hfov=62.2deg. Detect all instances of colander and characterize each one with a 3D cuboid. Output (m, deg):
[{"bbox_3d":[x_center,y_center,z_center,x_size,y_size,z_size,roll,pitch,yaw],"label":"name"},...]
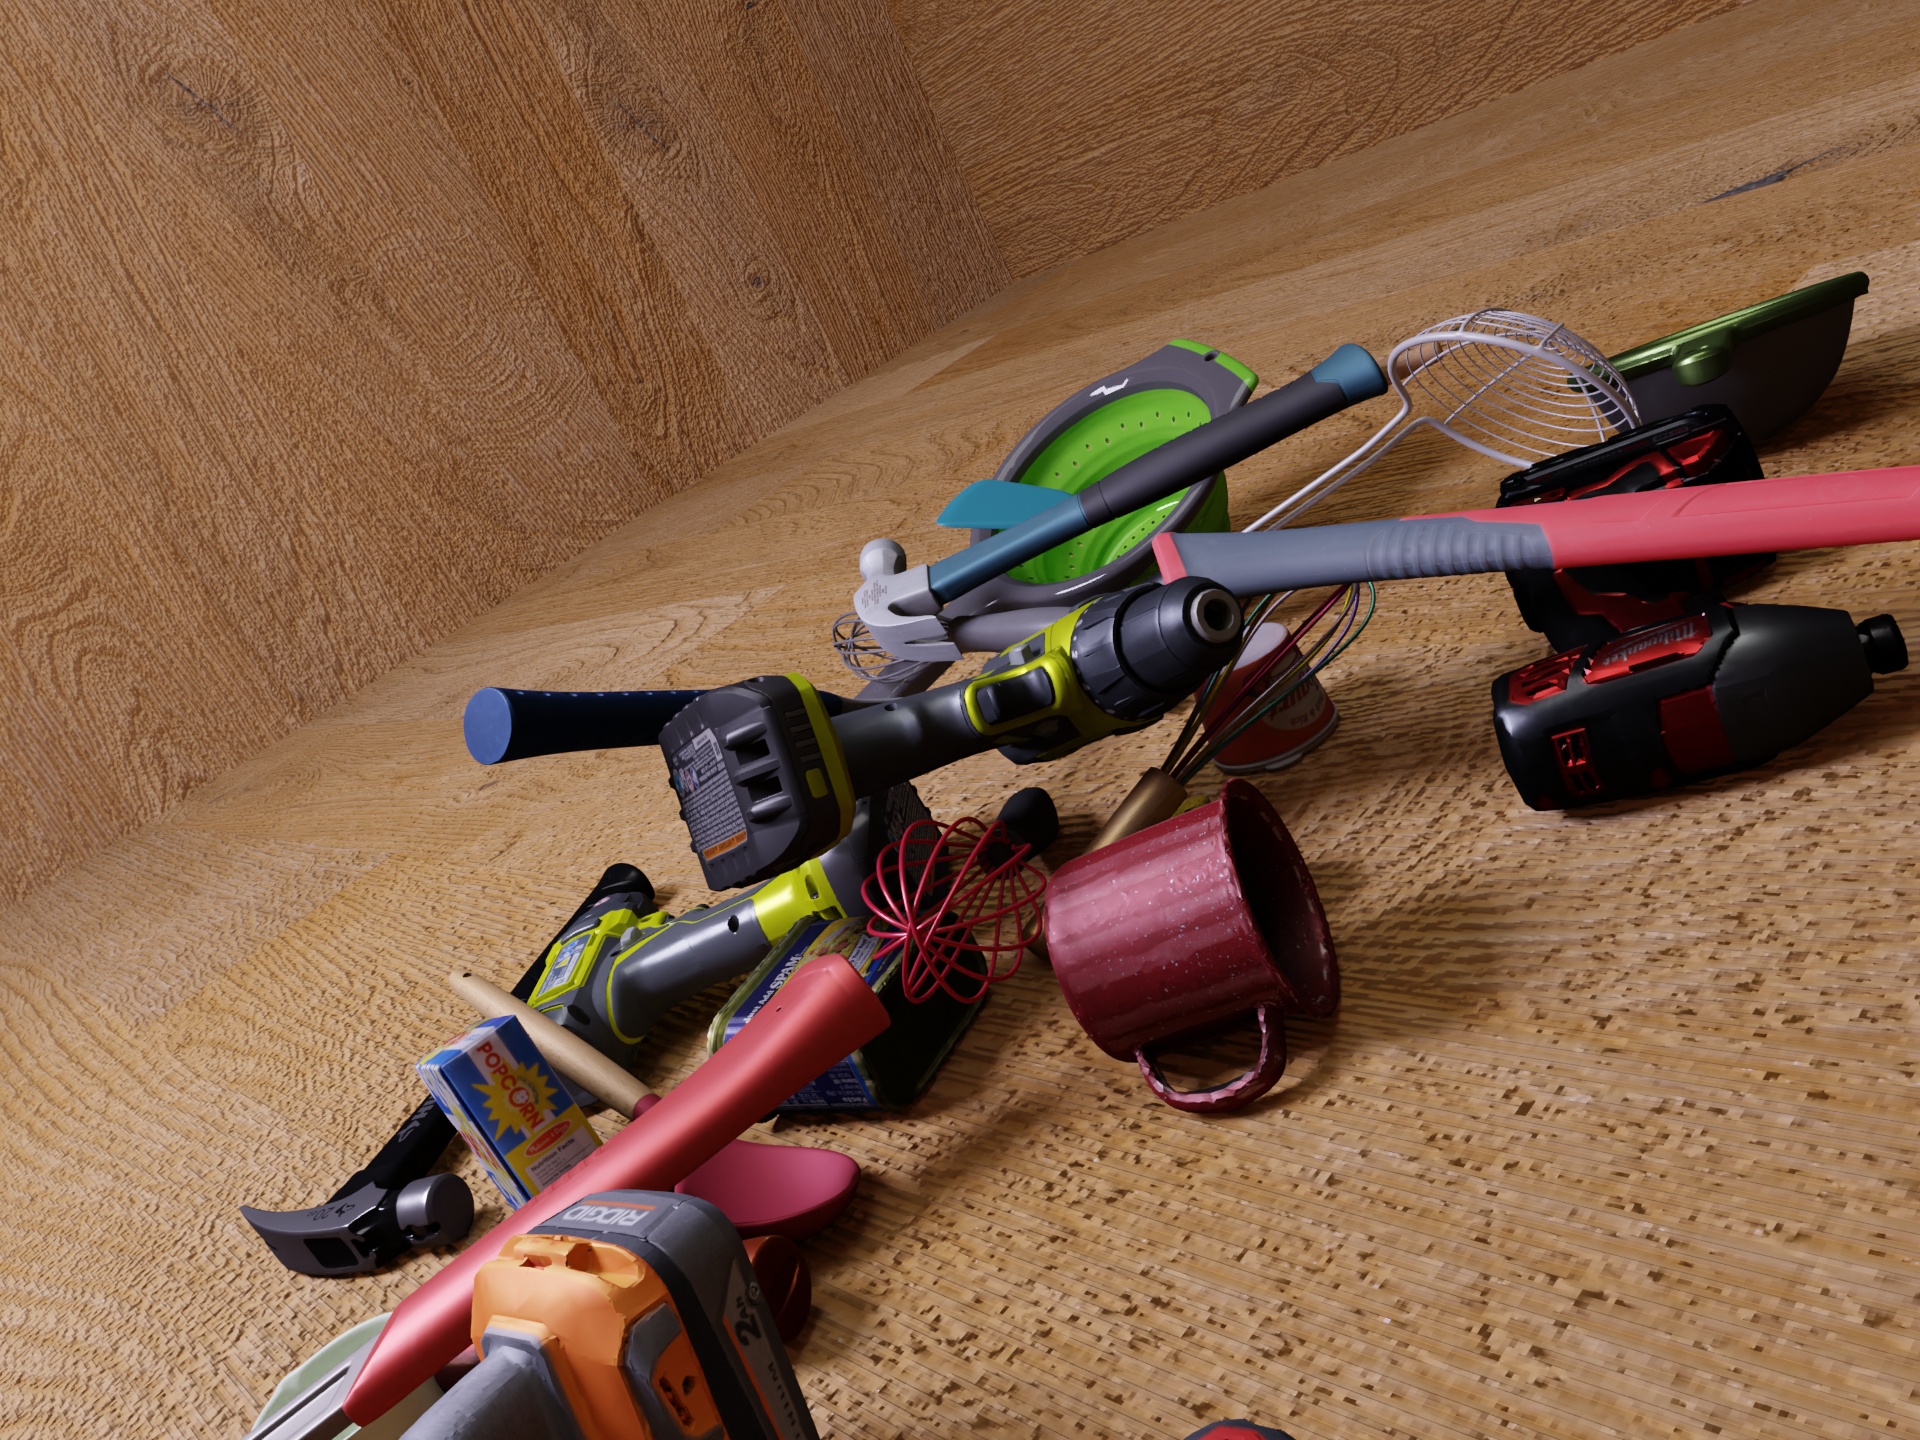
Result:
[{"bbox_3d":[0.056,-0.078,1.074,0.397,0.094,0.205,-45,36,2],"label":"colander"}]

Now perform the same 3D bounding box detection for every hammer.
[{"bbox_3d":[0.085,-0.128,0.918,0.331,0.033,0.128,-25,34,15],"label":"hammer"},{"bbox_3d":[-0.172,0.208,0.560,0.359,0.036,0.149,-36,24,-14],"label":"hammer"},{"bbox_3d":[0.255,-0.083,0.637,0.386,0.038,0.143,-1,34,39],"label":"hammer"},{"bbox_3d":[-0.262,0.180,0.897,0.146,0.035,0.335,-18,20,24],"label":"hammer"},{"bbox_3d":[-0.058,-0.009,0.825,0.144,0.035,0.405,-7,-2,45],"label":"hammer"}]

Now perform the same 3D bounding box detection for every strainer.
[{"bbox_3d":[0.388,-0.167,0.807,0.151,0.069,0.256,-17,8,30],"label":"strainer"}]

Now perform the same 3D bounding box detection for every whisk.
[{"bbox_3d":[0.112,0.014,0.736,0.245,0.051,0.047,-50,-19,-11],"label":"whisk"},{"bbox_3d":[0.015,0.062,0.703,0.073,0.073,0.296,-24,1,12],"label":"whisk"},{"bbox_3d":[0.002,-0.049,0.966,0.239,0.055,0.055,0,33,48],"label":"whisk"}]

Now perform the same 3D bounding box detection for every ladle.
[{"bbox_3d":[-0.153,0.162,0.702,0.069,0.031,0.316,-14,20,-40],"label":"ladle"}]

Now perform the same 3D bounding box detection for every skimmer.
[{"bbox_3d":[0.186,-0.098,0.864,0.363,0.127,0.090,-35,38,36],"label":"skimmer"}]

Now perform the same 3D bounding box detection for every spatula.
[{"bbox_3d":[0.134,-0.170,0.964,0.317,0.044,0.082,-19,19,29],"label":"spatula"}]

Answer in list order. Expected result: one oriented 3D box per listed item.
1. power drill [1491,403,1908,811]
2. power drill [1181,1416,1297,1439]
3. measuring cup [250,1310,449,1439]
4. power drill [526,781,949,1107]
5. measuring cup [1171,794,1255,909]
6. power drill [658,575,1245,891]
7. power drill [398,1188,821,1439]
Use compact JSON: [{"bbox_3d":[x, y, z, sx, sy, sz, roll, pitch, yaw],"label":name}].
[{"bbox_3d":[0.297,-0.049,0.667,0.143,0.078,0.220,-19,23,26],"label":"power drill"},{"bbox_3d":[0.027,0.241,0.272,0.226,0.080,0.188,-30,19,-16],"label":"power drill"},{"bbox_3d":[-0.248,0.292,0.576,0.083,0.038,0.168,-13,26,38],"label":"measuring cup"},{"bbox_3d":[-0.122,0.103,0.846,0.223,0.080,0.171,-27,18,11],"label":"power drill"},{"bbox_3d":[0.114,0.062,0.715,0.062,0.029,0.156,-33,6,8],"label":"measuring cup"},{"bbox_3d":[-0.001,-0.002,0.694,0.228,0.080,0.190,-18,-4,-24],"label":"power drill"},{"bbox_3d":[-0.135,0.242,0.402,0.084,0.164,0.226,-11,12,41],"label":"power drill"}]
